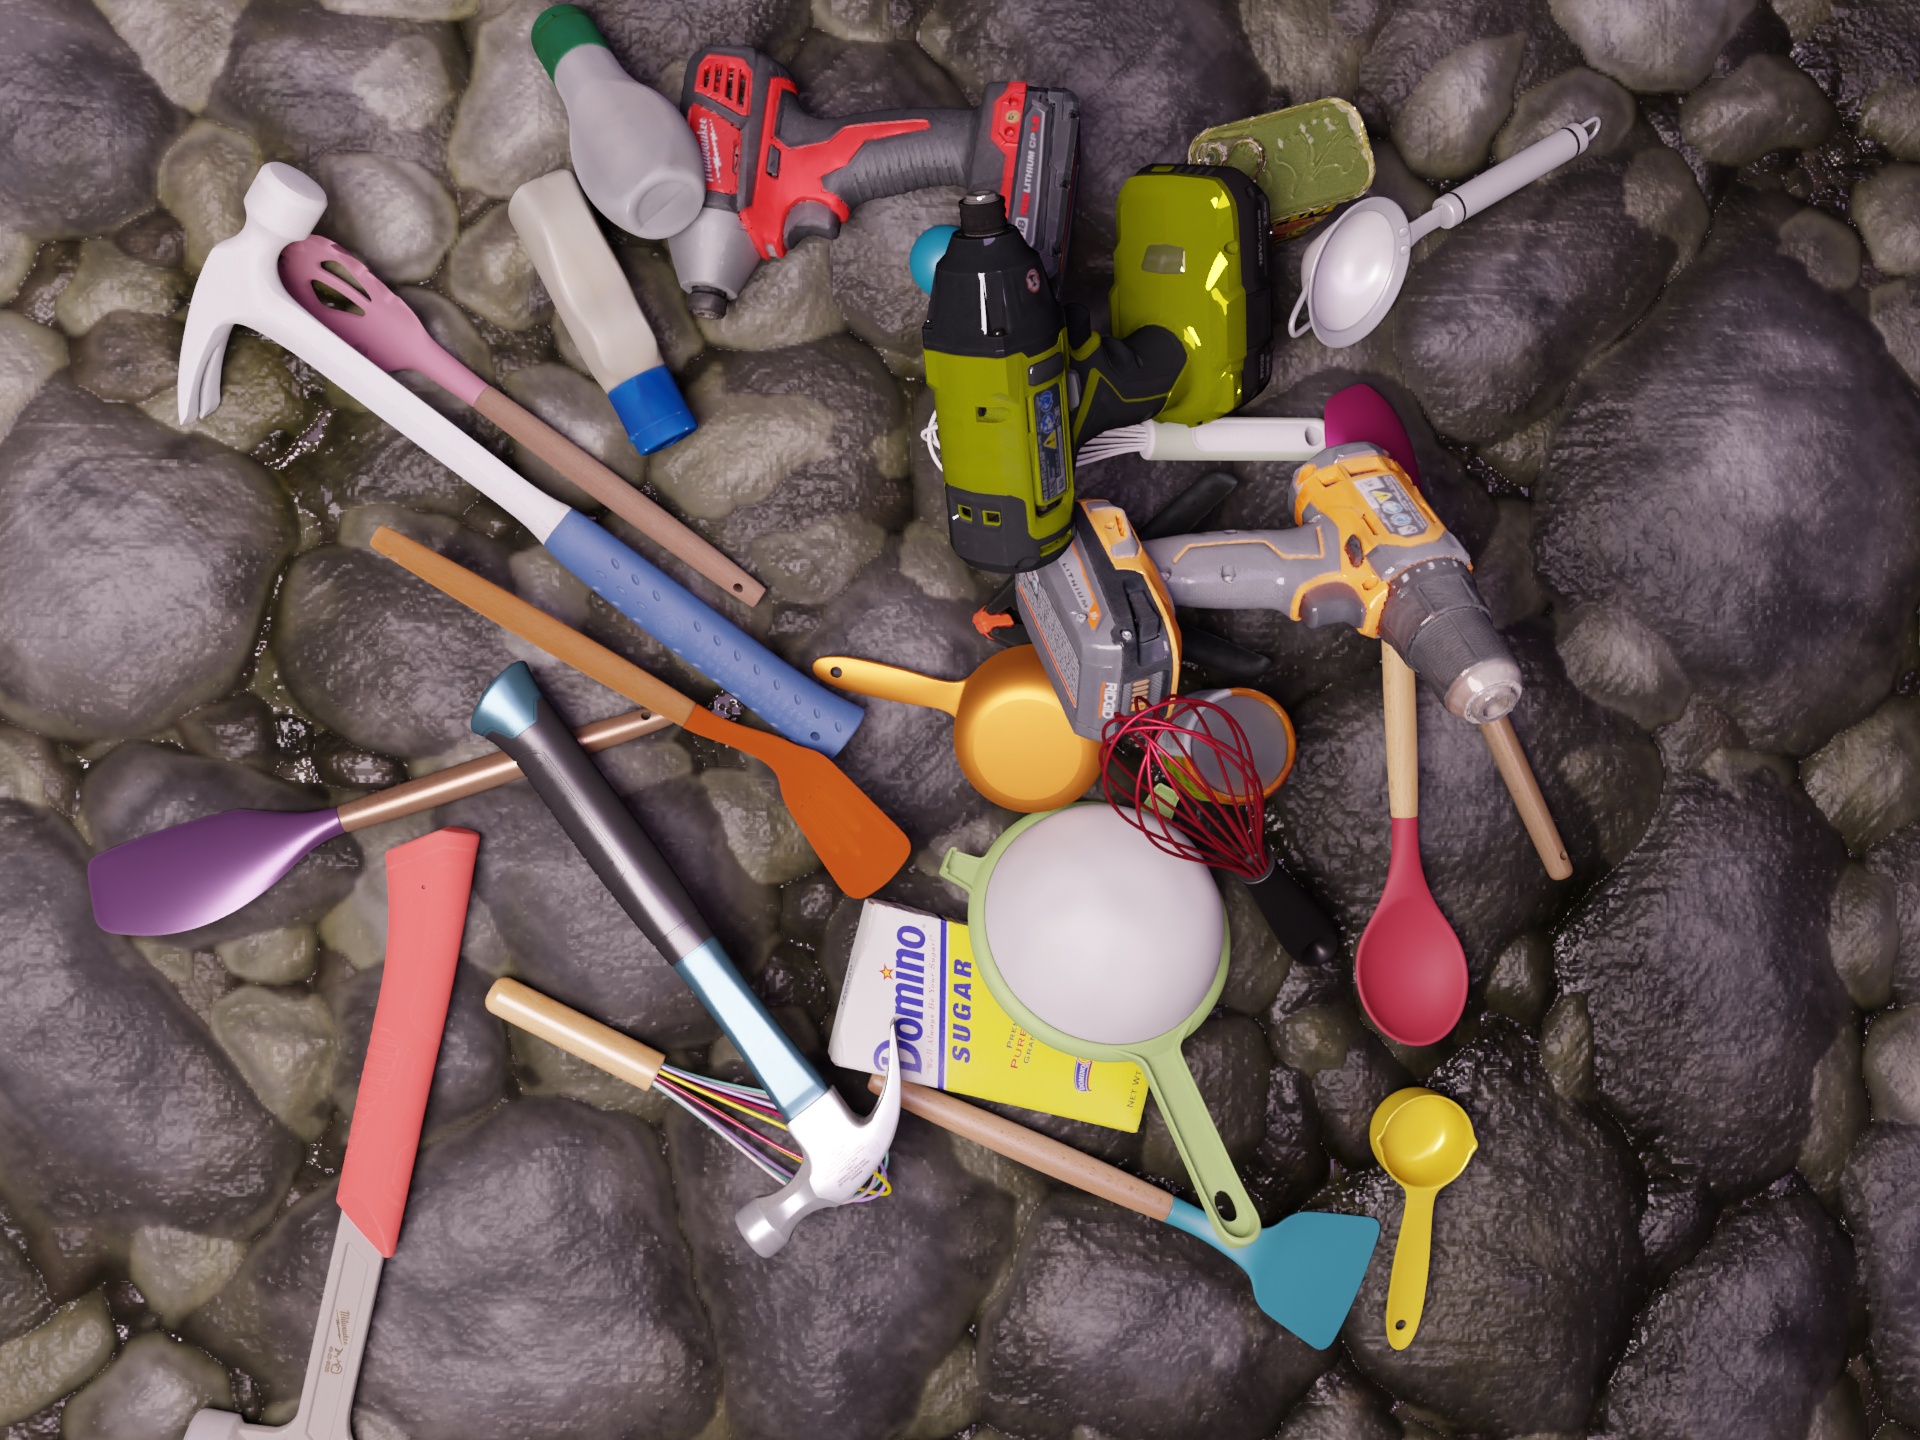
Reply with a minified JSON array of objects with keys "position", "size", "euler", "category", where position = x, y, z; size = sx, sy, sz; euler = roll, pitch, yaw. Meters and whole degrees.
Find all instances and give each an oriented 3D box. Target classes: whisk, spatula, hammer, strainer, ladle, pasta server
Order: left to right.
[{"position":[-0.307,0.047,0.858],"size":[0.316,0.018,0.060],"euler":[-19,71,-9],"category":"spatula"},{"position":[-0.301,0.236,0.850],"size":[0.149,0.037,0.359],"euler":[12,88,-8],"category":"hammer"},{"position":[-0.240,-0.157,0.862],"size":[0.316,0.040,0.060],"euler":[36,114,-8],"category":"pasta server"},{"position":[-0.226,-0.106,0.847],"size":[0.405,0.035,0.144],"euler":[38,113,-11],"category":"hammer"},{"position":[-0.169,-0.009,0.846],"size":[0.322,0.081,0.041],"euler":[31,53,-11],"category":"spatula"},{"position":[-0.150,0.111,0.840],"size":[0.128,0.033,0.331],"euler":[-37,88,-5],"category":"hammer"},{"position":[-0.145,0.201,0.869],"size":[0.245,0.047,0.051],"euler":[28,87,-3],"category":"whisk"},{"position":[0.093,0.268,0.911],"size":[0.317,0.044,0.082],"euler":[25,86,-2],"category":"spatula"},{"position":[0.099,-0.161,0.904],"size":[0.246,0.059,0.058],"euler":[-2,87,-13],"category":"whisk"},{"position":[0.103,0.147,0.836],"size":[0.151,0.069,0.257],"euler":[-15,67,-20],"category":"strainer"},{"position":[0.145,0.066,0.824],"size":[0.073,0.073,0.295],"euler":[-50,139,-5],"category":"whisk"},{"position":[0.255,0.030,0.920],"size":[0.069,0.031,0.315],"euler":[-4,95,-10],"category":"ladle"},{"position":[0.279,-0.295,0.933],"size":[0.258,0.050,0.086],"euler":[-31,135,-13],"category":"strainer"}]

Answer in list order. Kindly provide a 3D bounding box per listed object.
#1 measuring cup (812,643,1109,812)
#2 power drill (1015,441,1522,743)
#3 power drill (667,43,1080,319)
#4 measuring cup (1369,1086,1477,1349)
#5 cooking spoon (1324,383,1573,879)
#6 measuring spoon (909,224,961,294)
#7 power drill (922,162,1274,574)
[{"position":[-0.001,-0.003,0.875],"size":[0.173,0.052,0.095],"euler":[13,112,1],"category":"measuring cup"},{"position":[0.160,-0.055,0.820],"size":[0.226,0.084,0.186],"euler":[-12,49,-11],"category":"power drill"},{"position":[-0.050,-0.279,0.857],"size":[0.219,0.078,0.143],"euler":[8,87,5],"category":"power drill"},{"position":[0.263,0.291,0.935],"size":[0.062,0.029,0.156],"euler":[4,97,-8],"category":"measuring cup"},{"position":[0.292,-0.050,0.937],"size":[0.069,0.017,0.319],"euler":[-29,96,-29],"category":"cooking spoon"},{"position":[0.027,-0.237,0.906],"size":[0.128,0.021,0.042],"euler":[36,85,-4],"category":"measuring spoon"},{"position":[0.068,-0.192,0.786],"size":[0.223,0.080,0.171],"euler":[-37,131,-41],"category":"power drill"}]
